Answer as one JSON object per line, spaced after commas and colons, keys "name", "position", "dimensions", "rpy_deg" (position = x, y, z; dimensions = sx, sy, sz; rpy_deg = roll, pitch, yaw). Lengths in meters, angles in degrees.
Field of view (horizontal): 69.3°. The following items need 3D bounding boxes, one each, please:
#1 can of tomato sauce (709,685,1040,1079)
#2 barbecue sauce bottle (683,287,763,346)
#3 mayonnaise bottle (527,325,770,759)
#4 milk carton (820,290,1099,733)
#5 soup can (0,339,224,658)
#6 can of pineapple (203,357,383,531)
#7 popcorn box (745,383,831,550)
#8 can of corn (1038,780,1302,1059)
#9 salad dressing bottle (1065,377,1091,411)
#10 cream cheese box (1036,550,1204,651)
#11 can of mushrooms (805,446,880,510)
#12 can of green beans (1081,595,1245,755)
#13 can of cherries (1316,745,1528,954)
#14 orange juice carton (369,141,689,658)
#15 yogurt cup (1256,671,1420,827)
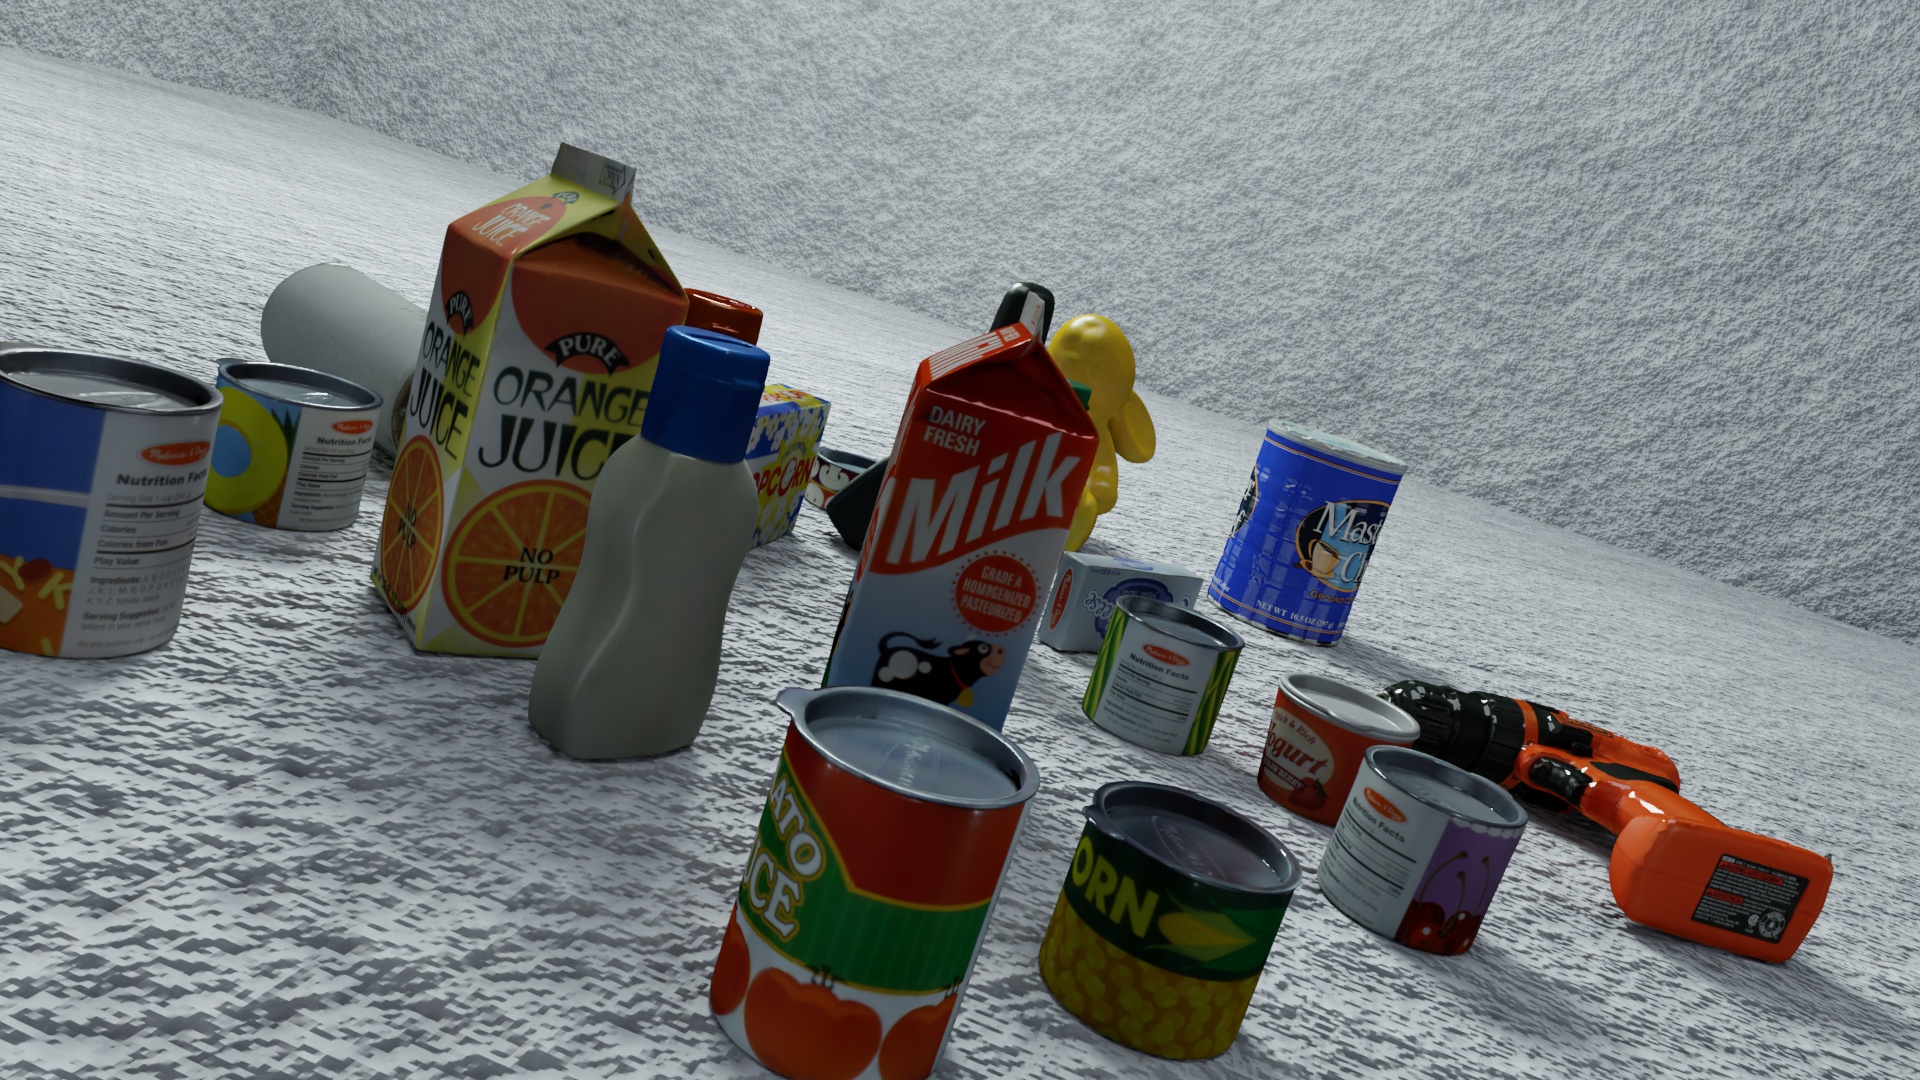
{"name": "can of tomato sauce", "position": [-0.025, 0.089, 0.363], "dimensions": [0.071, 0.083, 0.071], "rpy_deg": [17, 12, -4]}
{"name": "barbecue sauce bottle", "position": [-0.121, -0.032, 0.594], "dimensions": [0.065, 0.148, 0.044], "rpy_deg": [13, 13, -23]}
{"name": "mayonnaise bottle", "position": [-0.102, 0.001, 0.480], "dimensions": [0.041, 0.147, 0.065], "rpy_deg": [27, 15, 37]}
{"name": "milk carton", "position": [0.002, -0.007, 0.561], "dimensions": [0.073, 0.190, 0.072], "rpy_deg": [16, 12, -7]}
{"name": "soup can", "position": [-0.283, -0.014, 0.446], "dimensions": [0.071, 0.083, 0.071], "rpy_deg": [17, 12, -4]}
{"name": "can of pineapple", "position": [-0.296, -0.043, 0.610], "dimensions": [0.071, 0.057, 0.071], "rpy_deg": [17, 12, -4]}
{"name": "popcorn box", "position": [-0.119, -0.040, 0.778], "dimensions": [0.038, 0.085, 0.127], "rpy_deg": [20, 13, 10]}
{"name": "can of corn", "position": [0.061, 0.115, 0.426], "dimensions": [0.071, 0.058, 0.071], "rpy_deg": [17, 12, -4]}
{"name": "salad dressing bottle", "position": [0.030, -0.015, 0.732], "dimensions": [0.044, 0.147, 0.064], "rpy_deg": [18, 12, 0]}
{"name": "cream cheese box", "position": [0.093, 0.038, 0.806], "dimensions": [0.104, 0.053, 0.024], "rpy_deg": [6, 17, -42]}
{"name": "can of mushrooms", "position": [-0.073, -0.038, 0.949], "dimensions": [0.071, 0.033, 0.071], "rpy_deg": [17, 13, -4]}
{"name": "can of green beans", "position": [0.100, 0.066, 0.686], "dimensions": [0.071, 0.057, 0.071], "rpy_deg": [17, 12, -4]}
{"name": "can of cherries", "position": [0.186, 0.123, 0.558], "dimensions": [0.071, 0.058, 0.071], "rpy_deg": [17, 12, -4]}
{"name": "orange juice carton", "position": [-0.164, -0.056, 0.538], "dimensions": [0.073, 0.192, 0.072], "rpy_deg": [8, 16, -40]}
{"name": "yogurt cup", "position": [0.175, 0.099, 0.655], "dimensions": [0.072, 0.053, 0.072], "rpy_deg": [17, 12, -4]}
